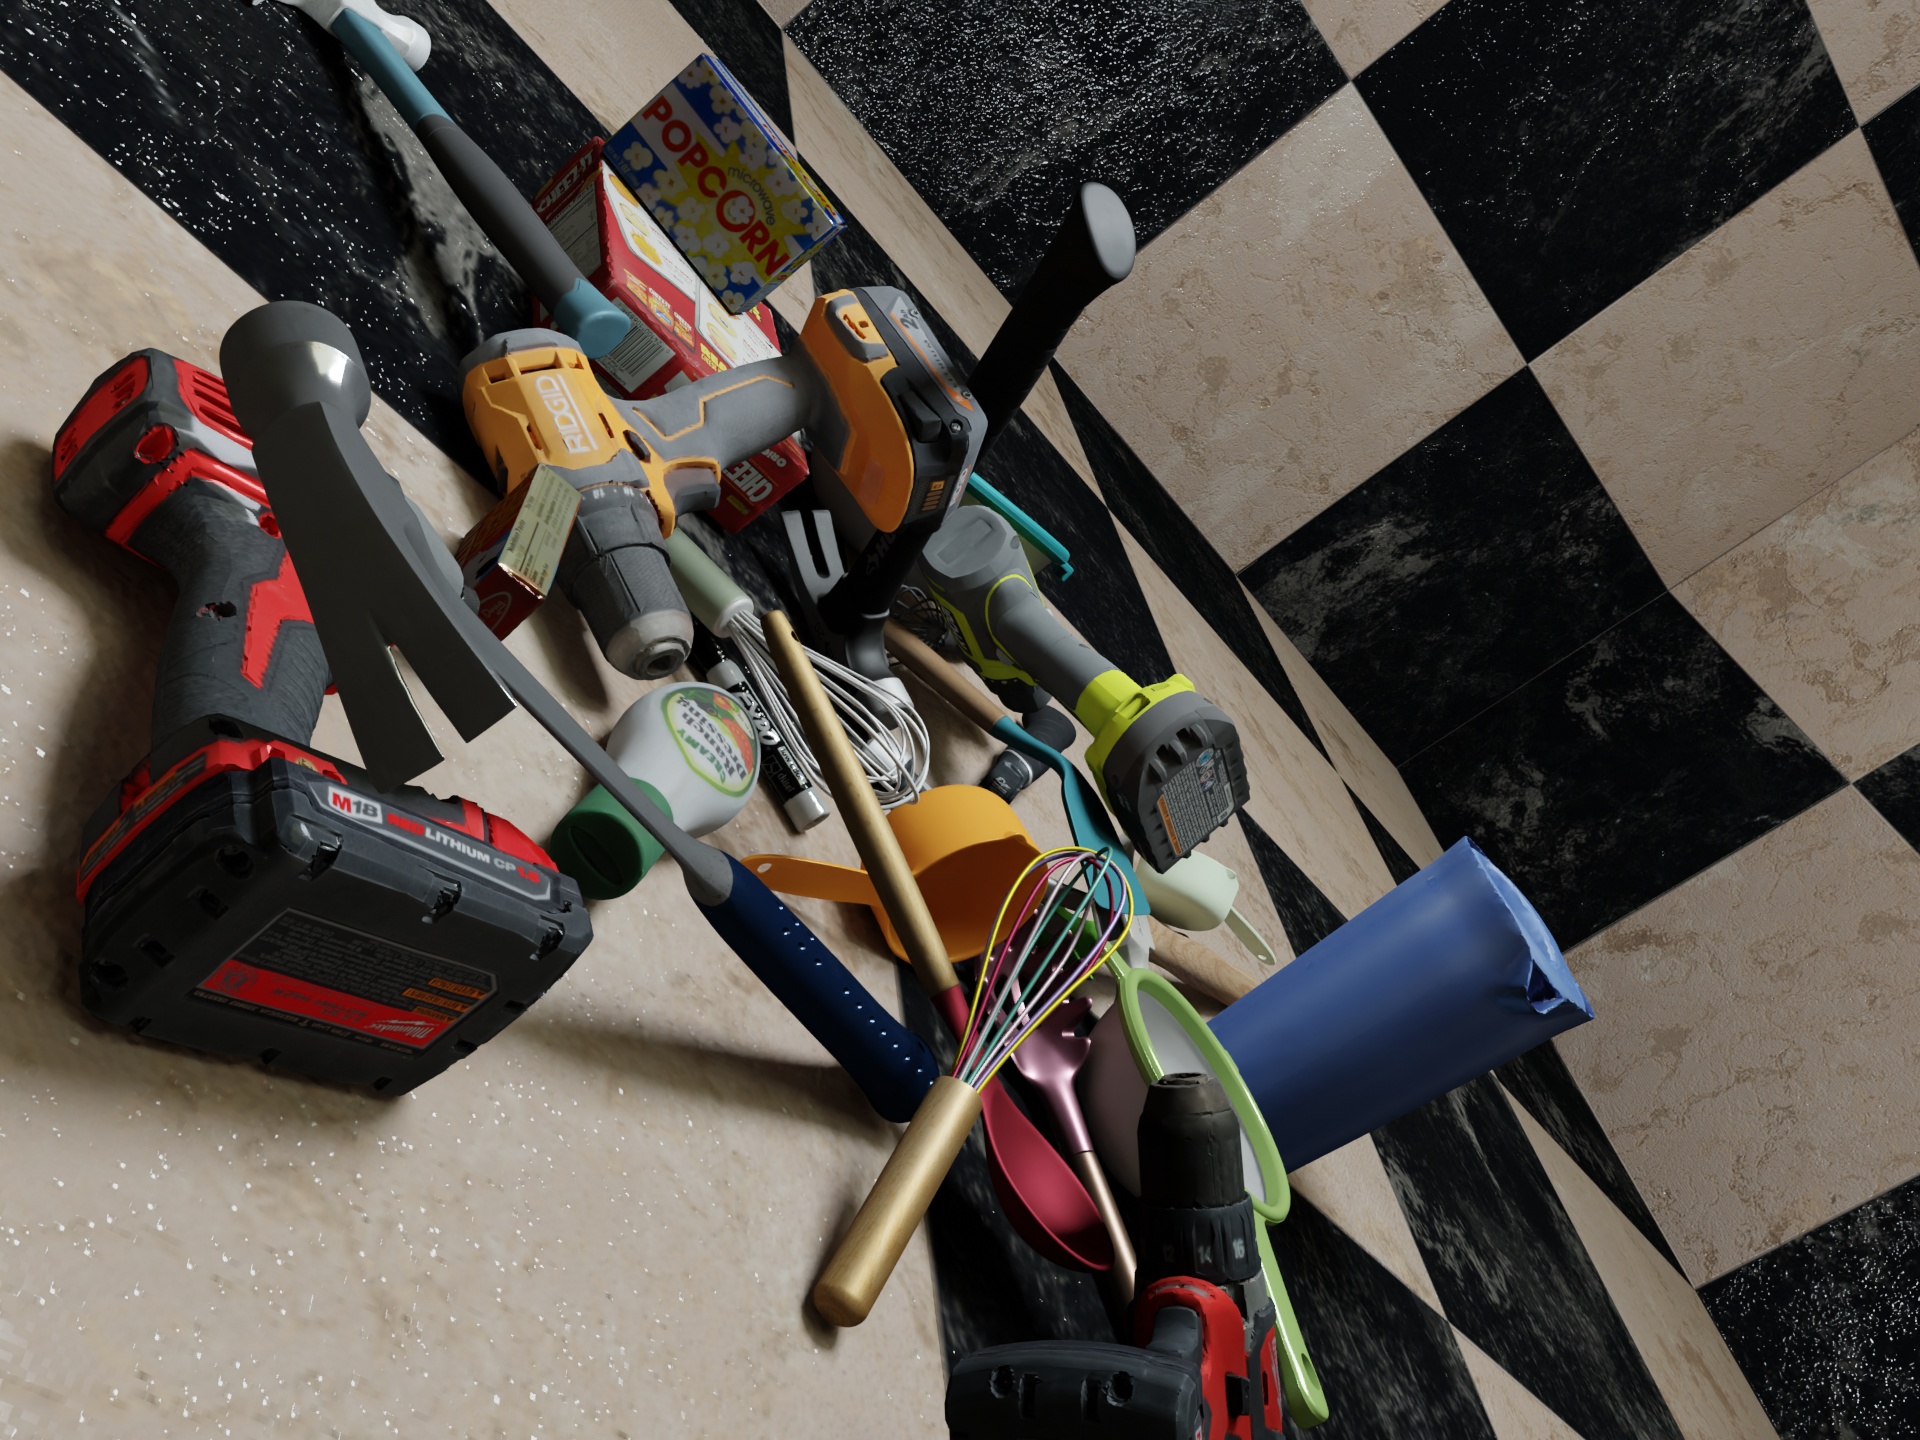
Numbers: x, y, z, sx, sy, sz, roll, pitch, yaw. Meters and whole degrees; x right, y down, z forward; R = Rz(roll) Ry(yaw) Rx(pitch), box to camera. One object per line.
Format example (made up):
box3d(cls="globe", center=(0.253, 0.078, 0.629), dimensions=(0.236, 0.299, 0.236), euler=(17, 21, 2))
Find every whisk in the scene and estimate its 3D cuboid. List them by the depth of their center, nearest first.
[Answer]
box3d(cls="whisk", center=(0.012, 0.133, 0.631), dimensions=(0.047, 0.051, 0.245), euler=(47, 47, -12))
box3d(cls="whisk", center=(-0.104, -0.044, 0.769), dimensions=(0.246, 0.058, 0.059), euler=(44, -16, 19))
box3d(cls="whisk", center=(-0.016, -0.059, 1.108), dimensions=(0.055, 0.055, 0.239), euler=(56, 12, 8))

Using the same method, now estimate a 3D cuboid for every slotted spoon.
box3d(cls="slotted spoon", center=(0.105, 0.145, 1.062), dimensions=(0.070, 0.031, 0.313), euler=(60, 16, 20))

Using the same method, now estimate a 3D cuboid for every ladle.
box3d(cls="ladle", center=(-0.018, 0.093, 0.686), dimensions=(0.315, 0.031, 0.069), euler=(64, 14, 9))

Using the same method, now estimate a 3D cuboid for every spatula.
box3d(cls="spatula", center=(-0.001, -0.003, 0.942), dimensions=(0.318, 0.044, 0.082), euler=(41, 11, 28))

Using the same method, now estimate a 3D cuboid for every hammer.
box3d(cls="hammer", center=(-0.085, 0.050, 0.514), dimensions=(0.144, 0.035, 0.405), euler=(57, -2, 38))
box3d(cls="hammer", center=(-0.269, -0.303, 0.842), dimensions=(0.331, 0.033, 0.128), euler=(51, 16, 23))
box3d(cls="hammer", center=(-0.006, -0.145, 0.847), dimensions=(0.035, 0.334, 0.146), euler=(-9, 60, -37))
box3d(cls="hammer", center=(0.037, 0.037, 1.036), dimensions=(0.149, 0.036, 0.409), euler=(38, 13, 4))
box3d(cls="hammer", center=(0.154, 0.162, 1.091), dimensions=(0.331, 0.031, 0.130), euler=(35, 39, -61))

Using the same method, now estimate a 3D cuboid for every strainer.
box3d(cls="strainer", center=(0.117, 0.247, 0.815), dimensions=(0.151, 0.069, 0.257), euler=(44, 19, -36))
box3d(cls="strainer", center=(-0.047, -0.148, 1.062), dimensions=(0.211, 0.095, 0.340), euler=(40, 7, 12))

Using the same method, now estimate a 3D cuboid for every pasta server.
box3d(cls="pasta server", center=(0.069, 0.233, 0.767), dimensions=(0.060, 0.040, 0.317), euler=(-5, 51, -21))

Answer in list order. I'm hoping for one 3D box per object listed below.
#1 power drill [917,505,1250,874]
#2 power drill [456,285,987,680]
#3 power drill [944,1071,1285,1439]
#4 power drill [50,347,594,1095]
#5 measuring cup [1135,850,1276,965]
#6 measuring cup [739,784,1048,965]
box3d(cls="power drill", center=(0.073, -0.014, 0.994), dimensions=(0.229, 0.080, 0.190), euler=(46, -9, 33))
box3d(cls="power drill", center=(-0.102, -0.117, 0.754), dimensions=(0.226, 0.084, 0.185), euler=(-16, 62, -27))
box3d(cls="power drill", center=(0.072, 0.239, 0.587), dimensions=(0.226, 0.080, 0.188), euler=(8, 77, -69))
box3d(cls="power drill", center=(-0.191, -0.007, 0.478), dimensions=(0.143, 0.078, 0.220), euler=(35, 22, -49))
box3d(cls="measuring cup", center=(0.190, 0.154, 1.202), dimensions=(0.167, 0.083, 0.038), euler=(46, 58, -33))
box3d(cls="measuring cup", center=(-0.038, 0.066, 0.764), dimensions=(0.173, 0.095, 0.052), euler=(14, 32, -37))
